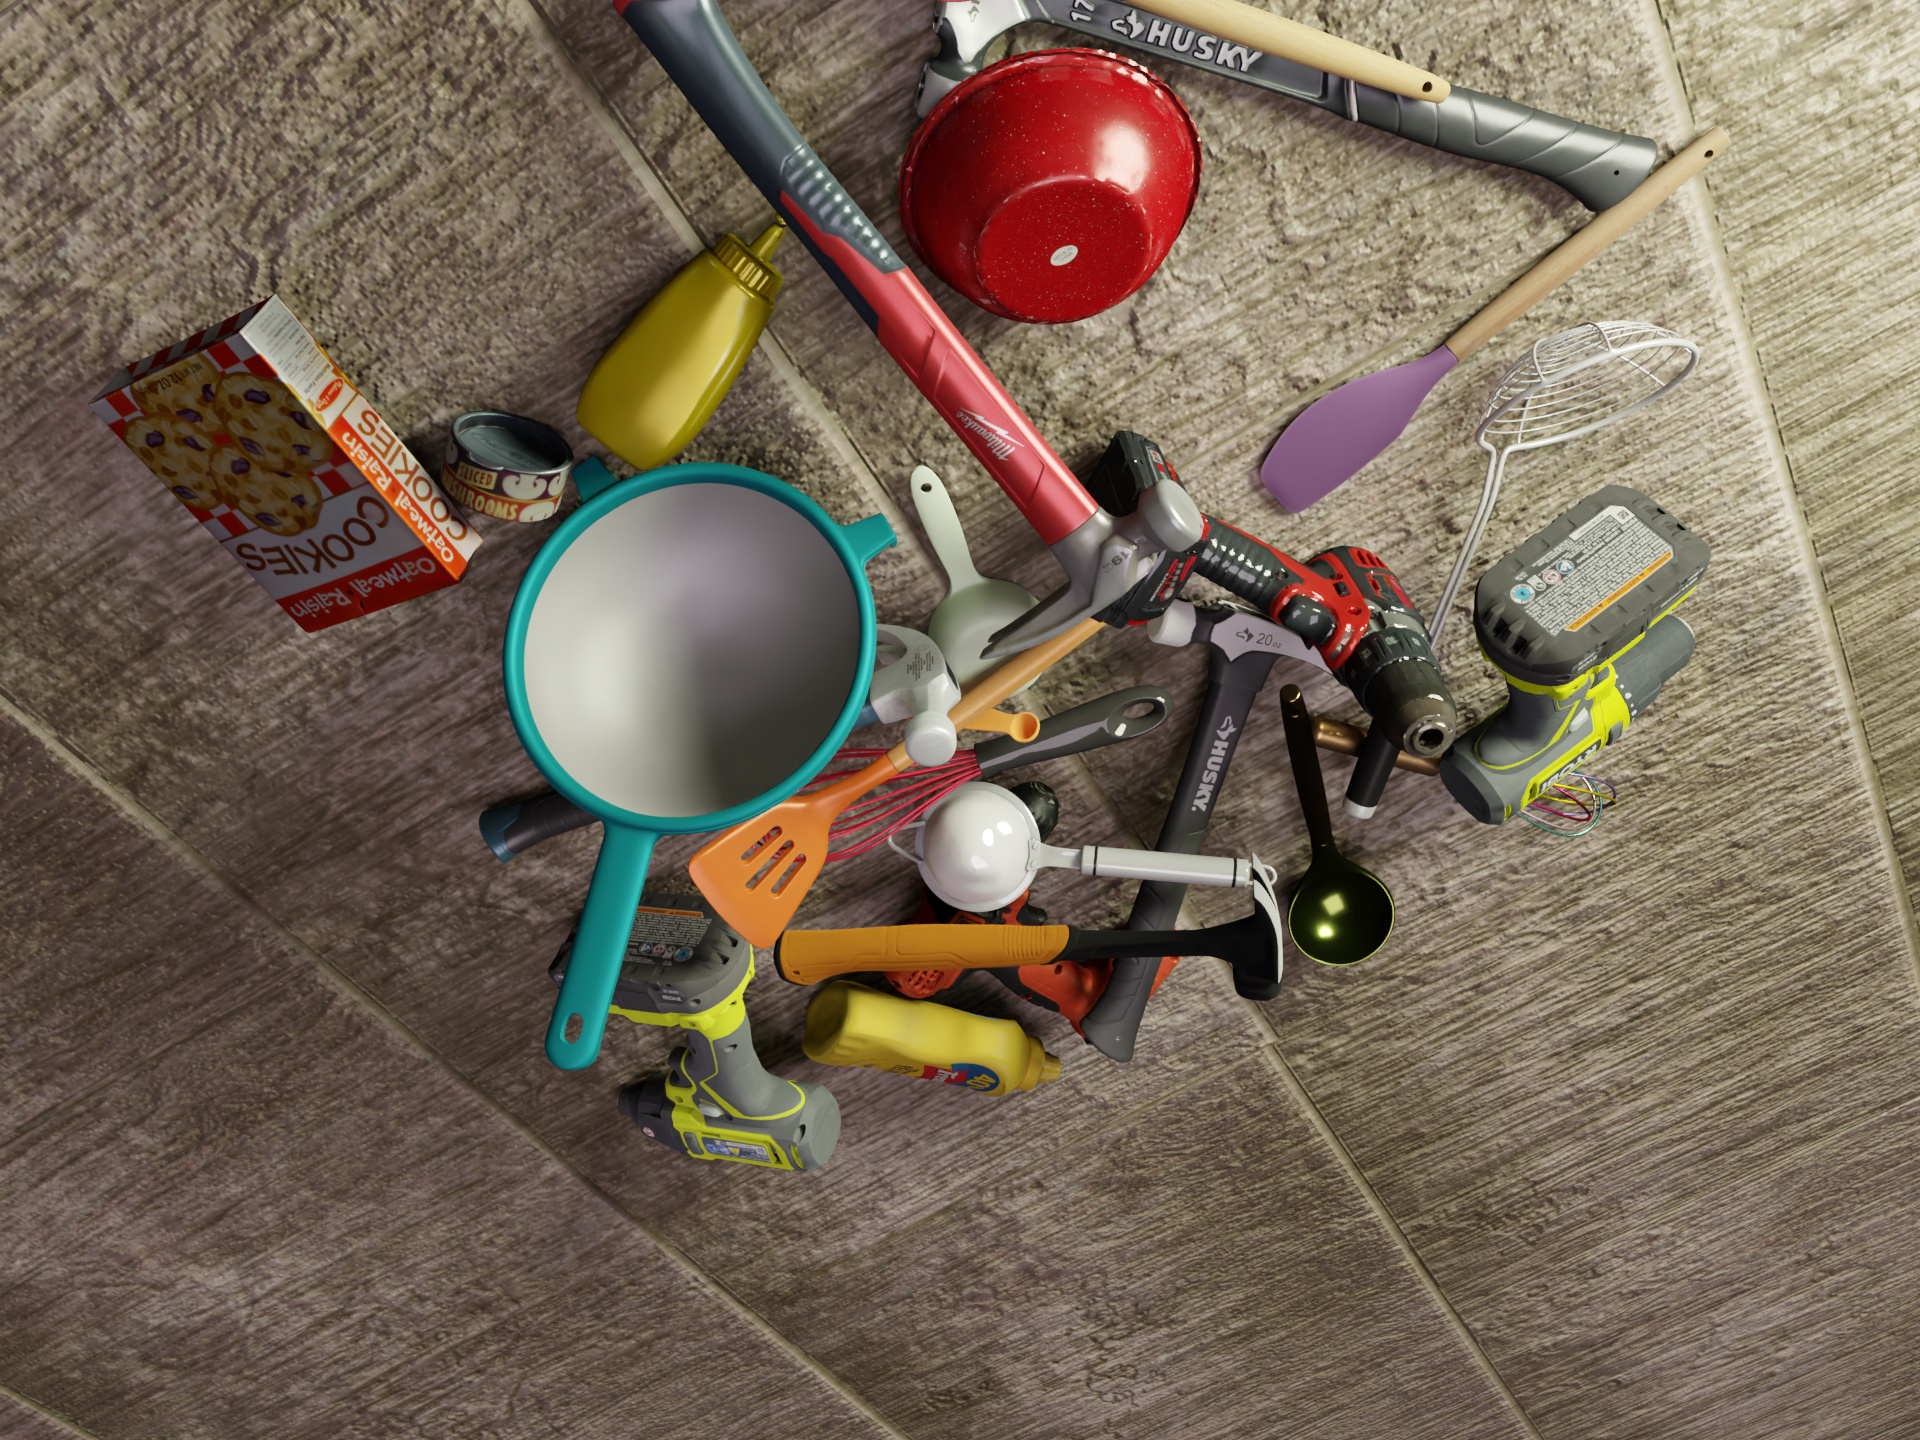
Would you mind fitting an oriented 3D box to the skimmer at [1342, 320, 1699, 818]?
[{"bbox_3d":[0.332,-0.078,0.990,0.127,0.090,0.363,-6,124,-36],"label":"skimmer"}]

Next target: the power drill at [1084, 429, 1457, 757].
[{"bbox_3d":[0.181,-0.068,0.931,0.226,0.188,0.080,21,119,-18],"label":"power drill"}]

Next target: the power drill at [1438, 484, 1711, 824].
[{"bbox_3d":[0.395,-0.043,1.001,0.190,0.080,0.228,-36,150,-5],"label":"power drill"}]

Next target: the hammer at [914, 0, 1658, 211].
[{"bbox_3d":[0.188,-0.341,0.835,0.408,0.036,0.149,9,121,-16],"label":"hammer"}]

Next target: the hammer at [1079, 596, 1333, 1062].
[{"bbox_3d":[0.153,0.084,1.077,0.146,0.035,0.334,10,109,-17],"label":"hammer"}]

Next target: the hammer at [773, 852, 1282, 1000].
[{"bbox_3d":[0.039,0.145,1.043,0.337,0.034,0.127,-4,138,11],"label":"hammer"}]

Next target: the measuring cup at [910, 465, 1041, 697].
[{"bbox_3d":[0.004,-0.080,0.976,0.083,0.038,0.167,-21,127,5],"label":"measuring cup"}]

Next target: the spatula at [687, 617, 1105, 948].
[{"bbox_3d":[-0.020,0.016,0.974,0.322,0.041,0.081,-36,116,2],"label":"spatula"}]

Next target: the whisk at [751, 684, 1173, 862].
[{"bbox_3d":[-0.006,0.031,1.023,0.296,0.073,0.073,-18,125,9],"label":"whisk"}]

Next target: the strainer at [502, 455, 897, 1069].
[{"bbox_3d":[-0.160,0.028,0.897,0.211,0.095,0.340,12,80,11],"label":"strainer"}]

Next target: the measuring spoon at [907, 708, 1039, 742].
[{"bbox_3d":[-0.002,-0.003,1.008,0.117,0.021,0.011,11,165,27],"label":"measuring spoon"}]

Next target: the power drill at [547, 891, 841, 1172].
[{"bbox_3d":[-0.193,0.225,1.113,0.171,0.080,0.223,2,130,22],"label":"power drill"}]

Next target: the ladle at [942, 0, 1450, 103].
[{"bbox_3d":[0.106,-0.352,0.775,0.315,0.031,0.069,10,120,-19],"label":"ladle"}]

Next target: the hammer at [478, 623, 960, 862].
[{"bbox_3d":[-0.155,0.024,0.986,0.331,0.128,0.033,-19,126,14],"label":"hammer"}]

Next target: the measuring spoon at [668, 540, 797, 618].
[{"bbox_3d":[-0.136,-0.078,0.963,0.128,0.021,0.042,-32,123,11],"label":"measuring spoon"}]

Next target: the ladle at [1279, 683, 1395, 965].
[{"bbox_3d":[0.242,0.075,1.061,0.078,0.062,0.319,-17,145,9],"label":"ladle"}]

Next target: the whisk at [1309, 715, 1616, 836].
[{"bbox_3d":[0.352,0.036,1.120,0.245,0.047,0.051,14,109,-13],"label":"whisk"}]

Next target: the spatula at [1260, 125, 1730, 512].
[{"bbox_3d":[0.309,-0.235,0.937,0.316,0.018,0.059,-38,123,17],"label":"spatula"}]

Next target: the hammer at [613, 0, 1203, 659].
[{"bbox_3d":[-0.046,-0.205,0.817,0.143,0.038,0.386,-33,106,28],"label":"hammer"}]

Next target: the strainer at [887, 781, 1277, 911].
[{"bbox_3d":[0.076,0.089,1.038,0.258,0.050,0.087,4,93,6],"label":"strainer"}]
